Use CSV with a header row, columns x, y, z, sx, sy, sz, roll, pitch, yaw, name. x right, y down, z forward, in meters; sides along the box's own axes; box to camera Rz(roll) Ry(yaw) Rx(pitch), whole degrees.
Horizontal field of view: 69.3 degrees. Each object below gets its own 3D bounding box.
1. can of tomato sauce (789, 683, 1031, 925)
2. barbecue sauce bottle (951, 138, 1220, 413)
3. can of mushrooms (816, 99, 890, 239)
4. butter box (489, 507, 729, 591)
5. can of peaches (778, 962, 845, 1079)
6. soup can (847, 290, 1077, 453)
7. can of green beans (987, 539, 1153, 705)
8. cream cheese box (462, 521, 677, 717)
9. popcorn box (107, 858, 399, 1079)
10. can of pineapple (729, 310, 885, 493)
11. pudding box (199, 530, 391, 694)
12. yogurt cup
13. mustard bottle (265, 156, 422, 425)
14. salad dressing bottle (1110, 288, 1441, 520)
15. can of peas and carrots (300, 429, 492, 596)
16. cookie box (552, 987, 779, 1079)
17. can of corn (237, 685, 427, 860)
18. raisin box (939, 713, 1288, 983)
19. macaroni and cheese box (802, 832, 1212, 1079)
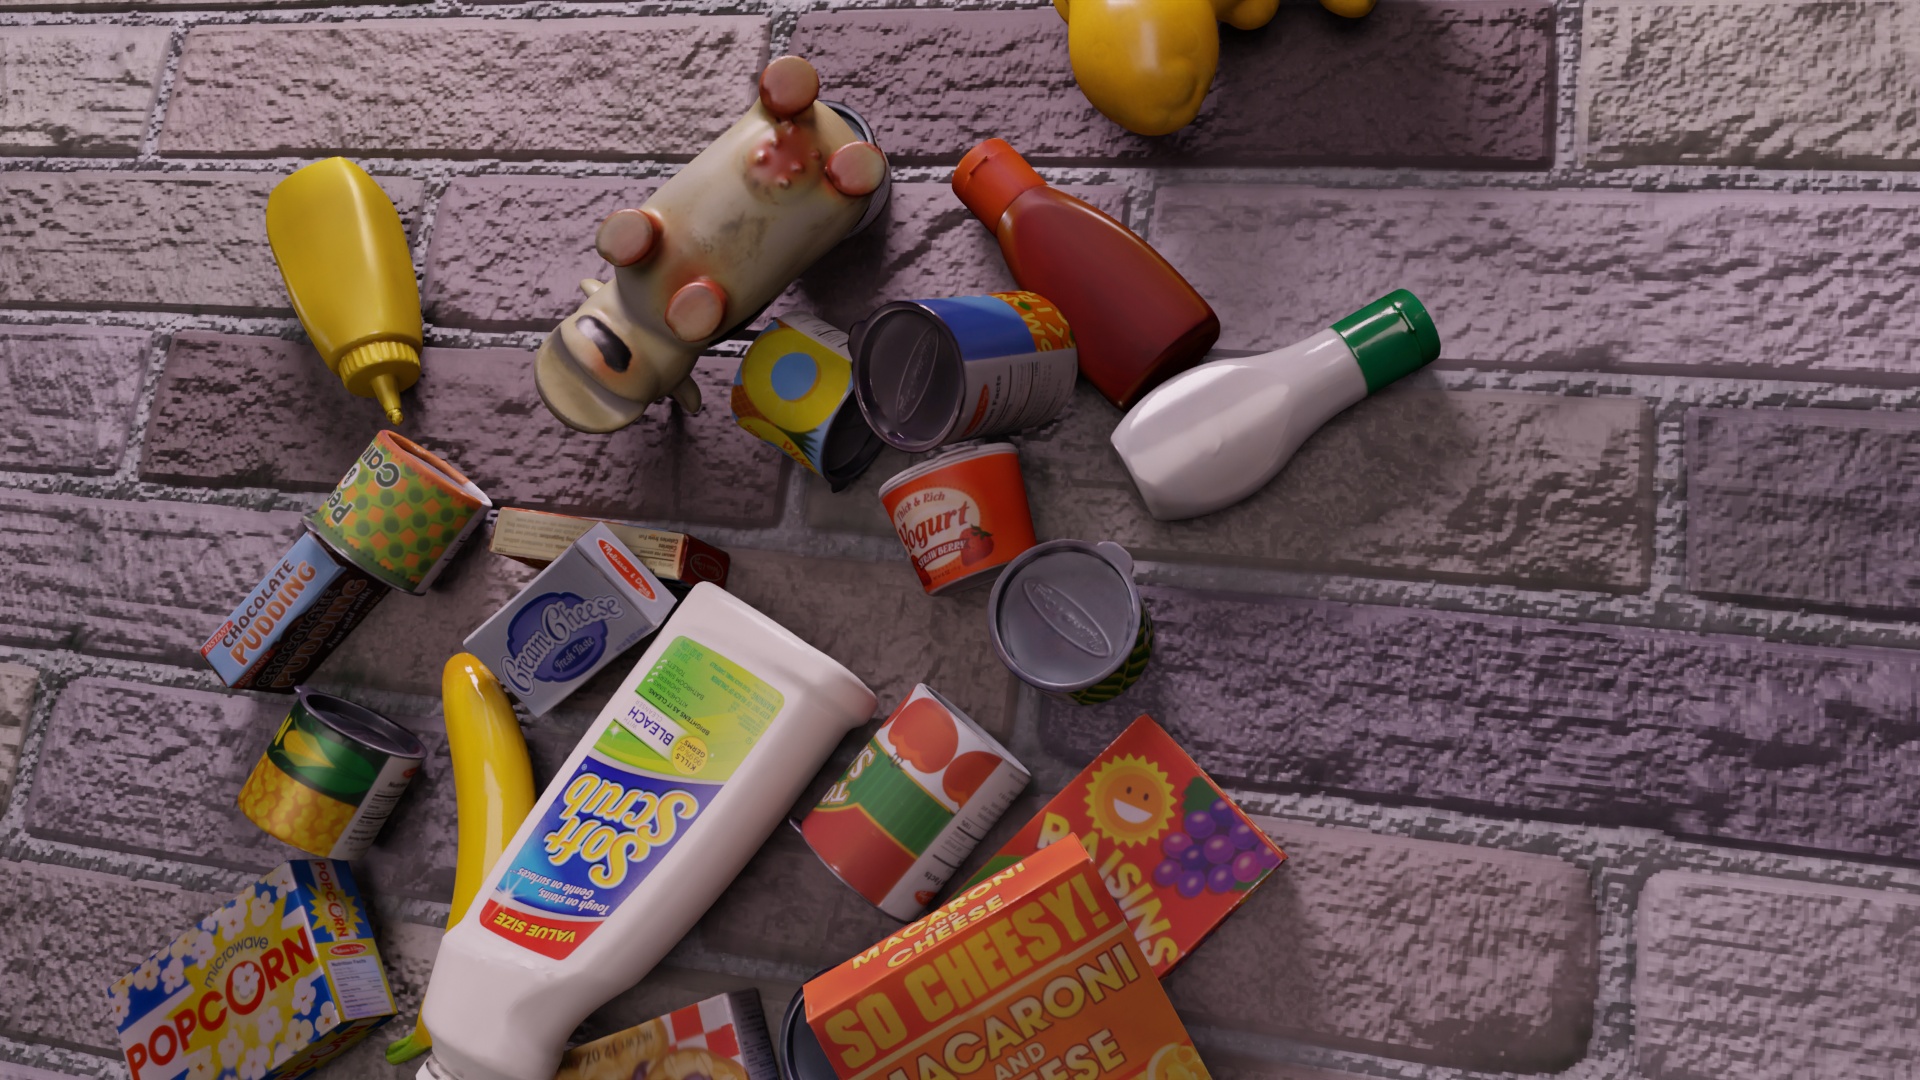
x,y,z,sx,sy,sz,roll,pitch,yaw,name
-0.021,0.113,0.609,0.071,0.071,0.083,39,87,18,can of tomato sauce
0.054,-0.132,0.664,0.065,0.043,0.149,-43,70,10,barbecue sauce bottle
-0.072,-0.190,0.713,0.071,0.033,0.071,-3,77,13,can of mushrooms
-0.170,0.006,0.678,0.103,0.053,0.024,7,80,15,butter box
-0.034,0.213,0.593,0.071,0.058,0.071,-3,75,12,can of peaches
0.001,-0.080,0.631,0.071,0.084,0.071,12,108,39,soup can
0.050,0.038,0.616,0.071,0.057,0.071,-3,76,13,can of green beans
-0.185,0.039,0.655,0.103,0.024,0.053,-35,102,33,cream cheese box
-0.340,0.220,0.663,0.126,0.038,0.085,-35,67,11,popcorn box
-0.069,-0.067,0.665,0.058,0.071,0.071,31,86,18,can of pineapple
-0.339,0.038,0.711,0.030,0.049,0.084,42,89,17,pudding box
0.002,-0.008,0.636,0.072,0.072,0.054,-20,81,8,yogurt cup
-0.325,-0.128,0.749,0.065,0.048,0.160,-25,73,6,mustard bottle
0.142,-0.063,0.627,0.147,0.044,0.064,-28,78,4,salad dressing bottle
-0.283,-0.015,0.700,0.071,0.071,0.059,36,86,18,can of peas and carrots
-0.128,0.298,0.604,0.123,0.040,0.168,-21,72,8,cookie box
-0.307,0.113,0.676,0.071,0.071,0.058,28,85,18,can of corn
0.066,0.147,0.595,0.123,0.040,0.086,-44,71,1,raisin box
0.032,0.217,0.542,0.124,0.040,0.166,-29,98,-5,macaroni and cheese box
